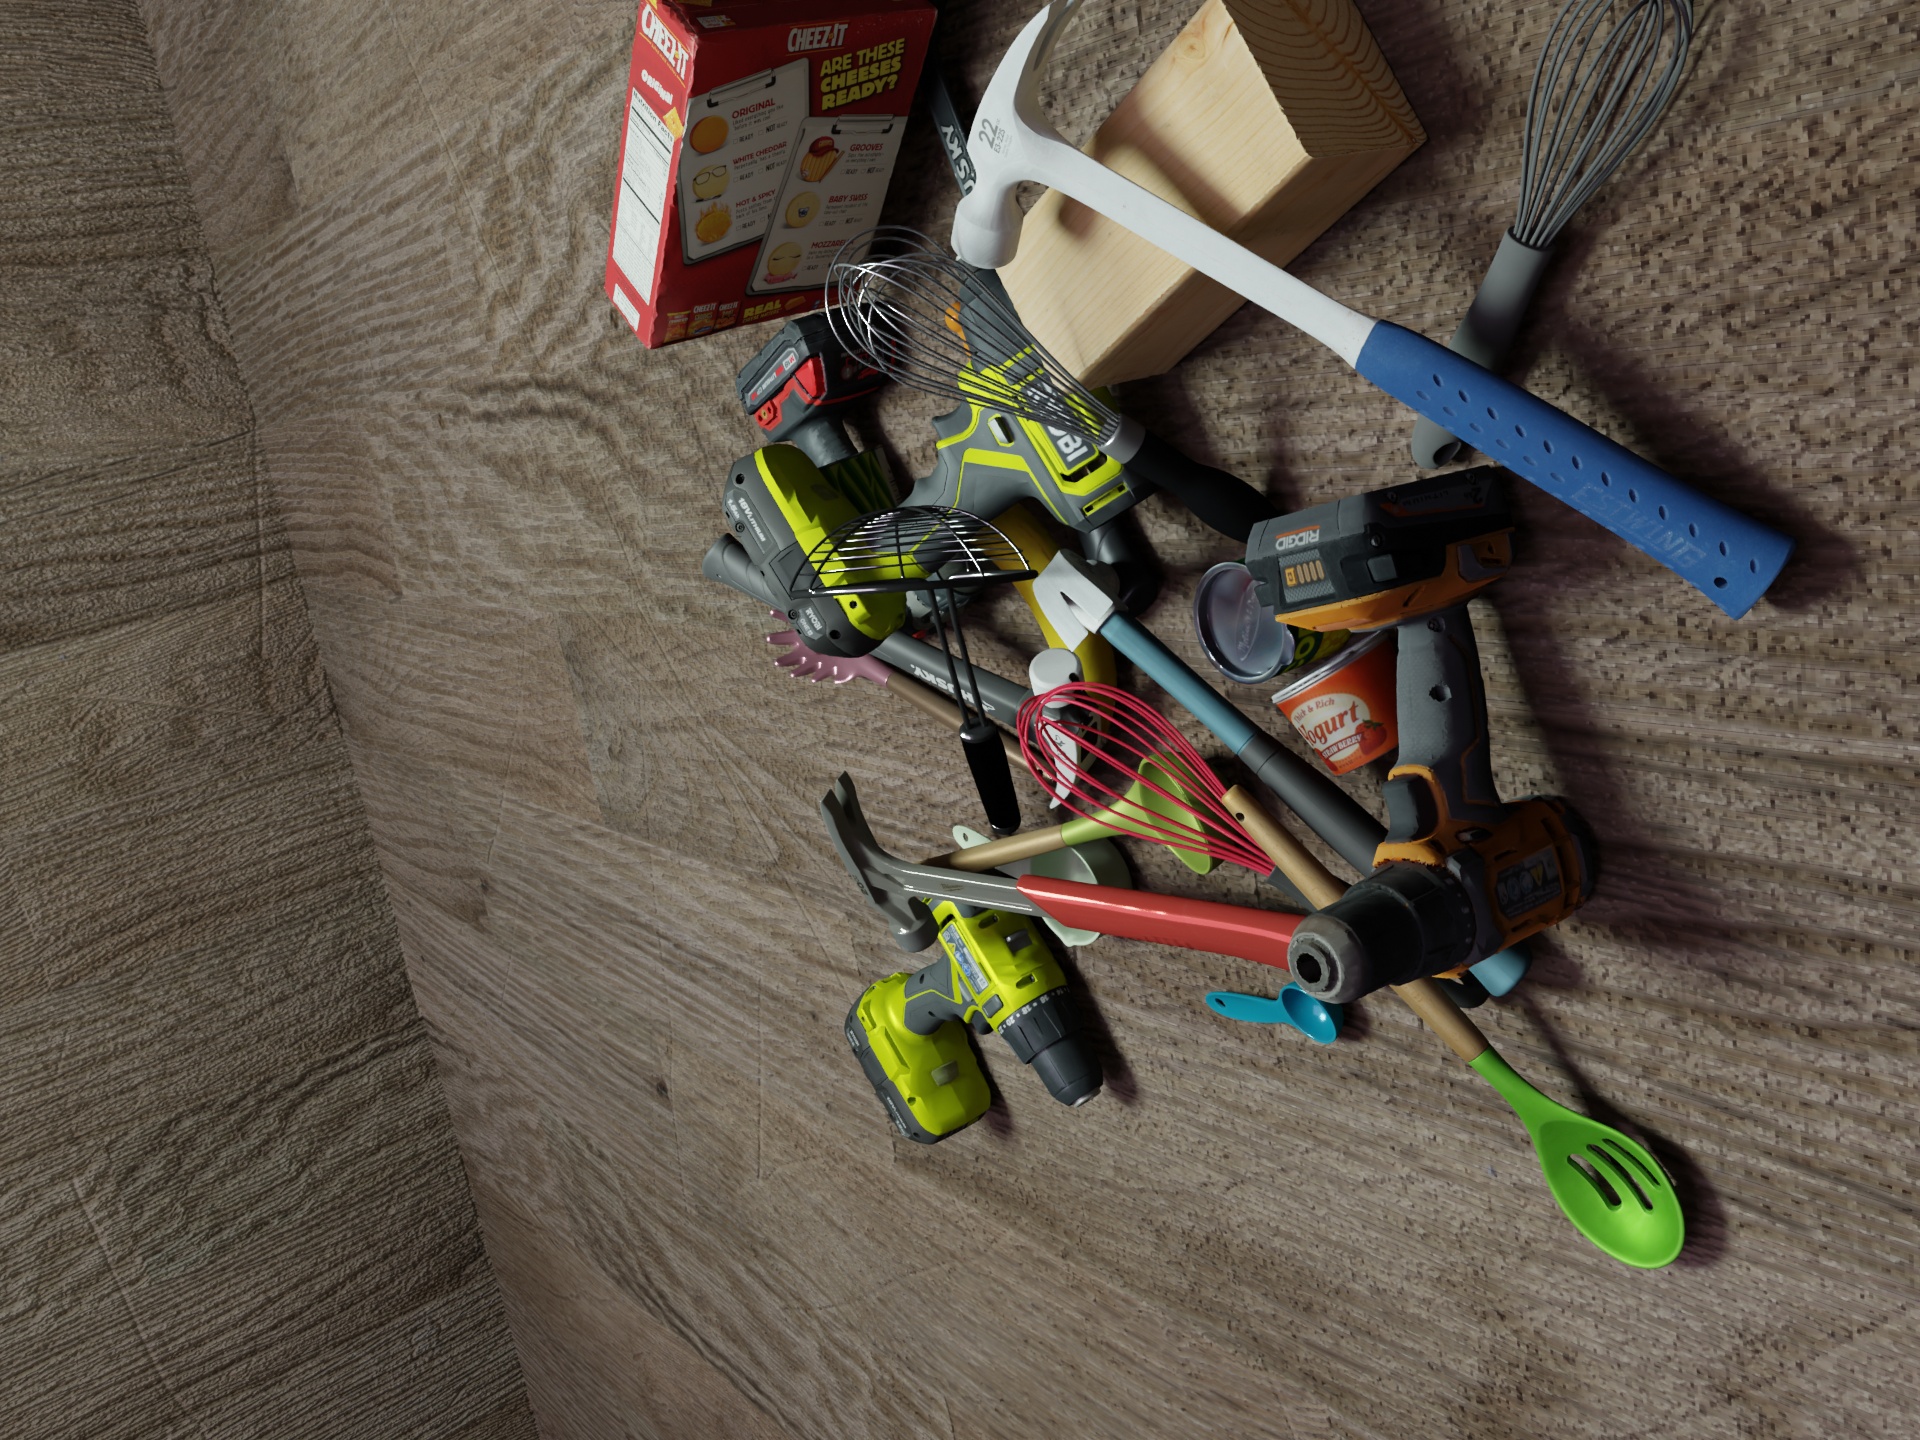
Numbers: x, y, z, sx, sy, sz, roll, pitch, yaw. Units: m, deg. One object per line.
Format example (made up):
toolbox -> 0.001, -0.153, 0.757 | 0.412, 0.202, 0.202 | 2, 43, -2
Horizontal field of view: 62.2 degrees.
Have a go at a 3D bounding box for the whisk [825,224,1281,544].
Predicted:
whisk -> 0.057, -0.162, 0.816 | 0.070, 0.284, 0.070 | -48, 26, 33

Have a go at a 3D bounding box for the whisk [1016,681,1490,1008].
whisk -> 0.157, 0.067, 0.871 | 0.296, 0.073, 0.073 | 33, 135, 13

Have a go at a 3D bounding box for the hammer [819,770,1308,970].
hammer -> 0.080, 0.109, 0.973 | 0.359, 0.037, 0.149 | 5, 135, 34

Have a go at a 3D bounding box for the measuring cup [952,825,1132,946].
measuring cup -> 0.056, 0.098, 1.108 | 0.168, 0.038, 0.083 | 23, 125, 50

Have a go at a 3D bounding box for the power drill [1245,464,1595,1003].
power drill -> 0.201, 0.009, 0.732 | 0.084, 0.185, 0.226 | -10, 95, 54

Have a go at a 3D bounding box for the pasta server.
pasta server -> -0.039, -0.018, 1.181 | 0.316, 0.040, 0.060 | 31, 119, 42

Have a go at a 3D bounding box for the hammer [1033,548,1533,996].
hammer -> 0.166, 0.021, 0.848 | 0.331, 0.128, 0.033 | 43, 105, 14

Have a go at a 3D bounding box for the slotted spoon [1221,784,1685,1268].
slotted spoon -> 0.248, 0.149, 0.814 | 0.314, 0.031, 0.070 | 47, 140, 8

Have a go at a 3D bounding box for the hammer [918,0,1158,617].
hammer -> 0.031, -0.252, 0.967 | 0.149, 0.036, 0.409 | -20, 90, 57

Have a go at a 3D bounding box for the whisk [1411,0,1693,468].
whisk -> 0.243, -0.205, 0.685 | 0.055, 0.055, 0.238 | 48, 144, 30

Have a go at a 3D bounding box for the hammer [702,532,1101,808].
hammer -> -0.048, -0.049, 1.073 | 0.335, 0.035, 0.146 | 27, 154, 29

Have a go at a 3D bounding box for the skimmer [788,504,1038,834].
skimmer -> -0.001, -0.003, 0.925 | 0.362, 0.127, 0.090 | 73, -164, -56

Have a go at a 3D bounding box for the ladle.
ladle -> 0.043, 0.085, 1.031 | 0.320, 0.062, 0.078 | -19, 100, 39

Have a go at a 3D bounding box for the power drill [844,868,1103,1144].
power drill -> 0.010, 0.233, 1.208 | 0.191, 0.080, 0.228 | 58, 142, 18

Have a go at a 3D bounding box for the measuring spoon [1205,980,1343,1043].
measuring spoon -> 0.193, 0.172, 0.977 | 0.042, 0.021, 0.128 | 58, 156, -9

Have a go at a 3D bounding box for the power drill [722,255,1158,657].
power drill -> -0.019, -0.151, 0.927 | 0.223, 0.080, 0.171 | -31, 92, 19

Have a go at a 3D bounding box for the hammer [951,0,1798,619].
hammer -> 0.171, -0.174, 0.694 | 0.406, 0.035, 0.144 | 35, 144, 15

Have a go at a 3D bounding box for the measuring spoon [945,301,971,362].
measuring spoon -> 0.015, -0.216, 1.027 | 0.021, 0.011, 0.117 | -29, 82, 56

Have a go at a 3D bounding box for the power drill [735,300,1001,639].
power drill -> -0.053, -0.169, 1.093 | 0.188, 0.080, 0.227 | -23, 90, 56
